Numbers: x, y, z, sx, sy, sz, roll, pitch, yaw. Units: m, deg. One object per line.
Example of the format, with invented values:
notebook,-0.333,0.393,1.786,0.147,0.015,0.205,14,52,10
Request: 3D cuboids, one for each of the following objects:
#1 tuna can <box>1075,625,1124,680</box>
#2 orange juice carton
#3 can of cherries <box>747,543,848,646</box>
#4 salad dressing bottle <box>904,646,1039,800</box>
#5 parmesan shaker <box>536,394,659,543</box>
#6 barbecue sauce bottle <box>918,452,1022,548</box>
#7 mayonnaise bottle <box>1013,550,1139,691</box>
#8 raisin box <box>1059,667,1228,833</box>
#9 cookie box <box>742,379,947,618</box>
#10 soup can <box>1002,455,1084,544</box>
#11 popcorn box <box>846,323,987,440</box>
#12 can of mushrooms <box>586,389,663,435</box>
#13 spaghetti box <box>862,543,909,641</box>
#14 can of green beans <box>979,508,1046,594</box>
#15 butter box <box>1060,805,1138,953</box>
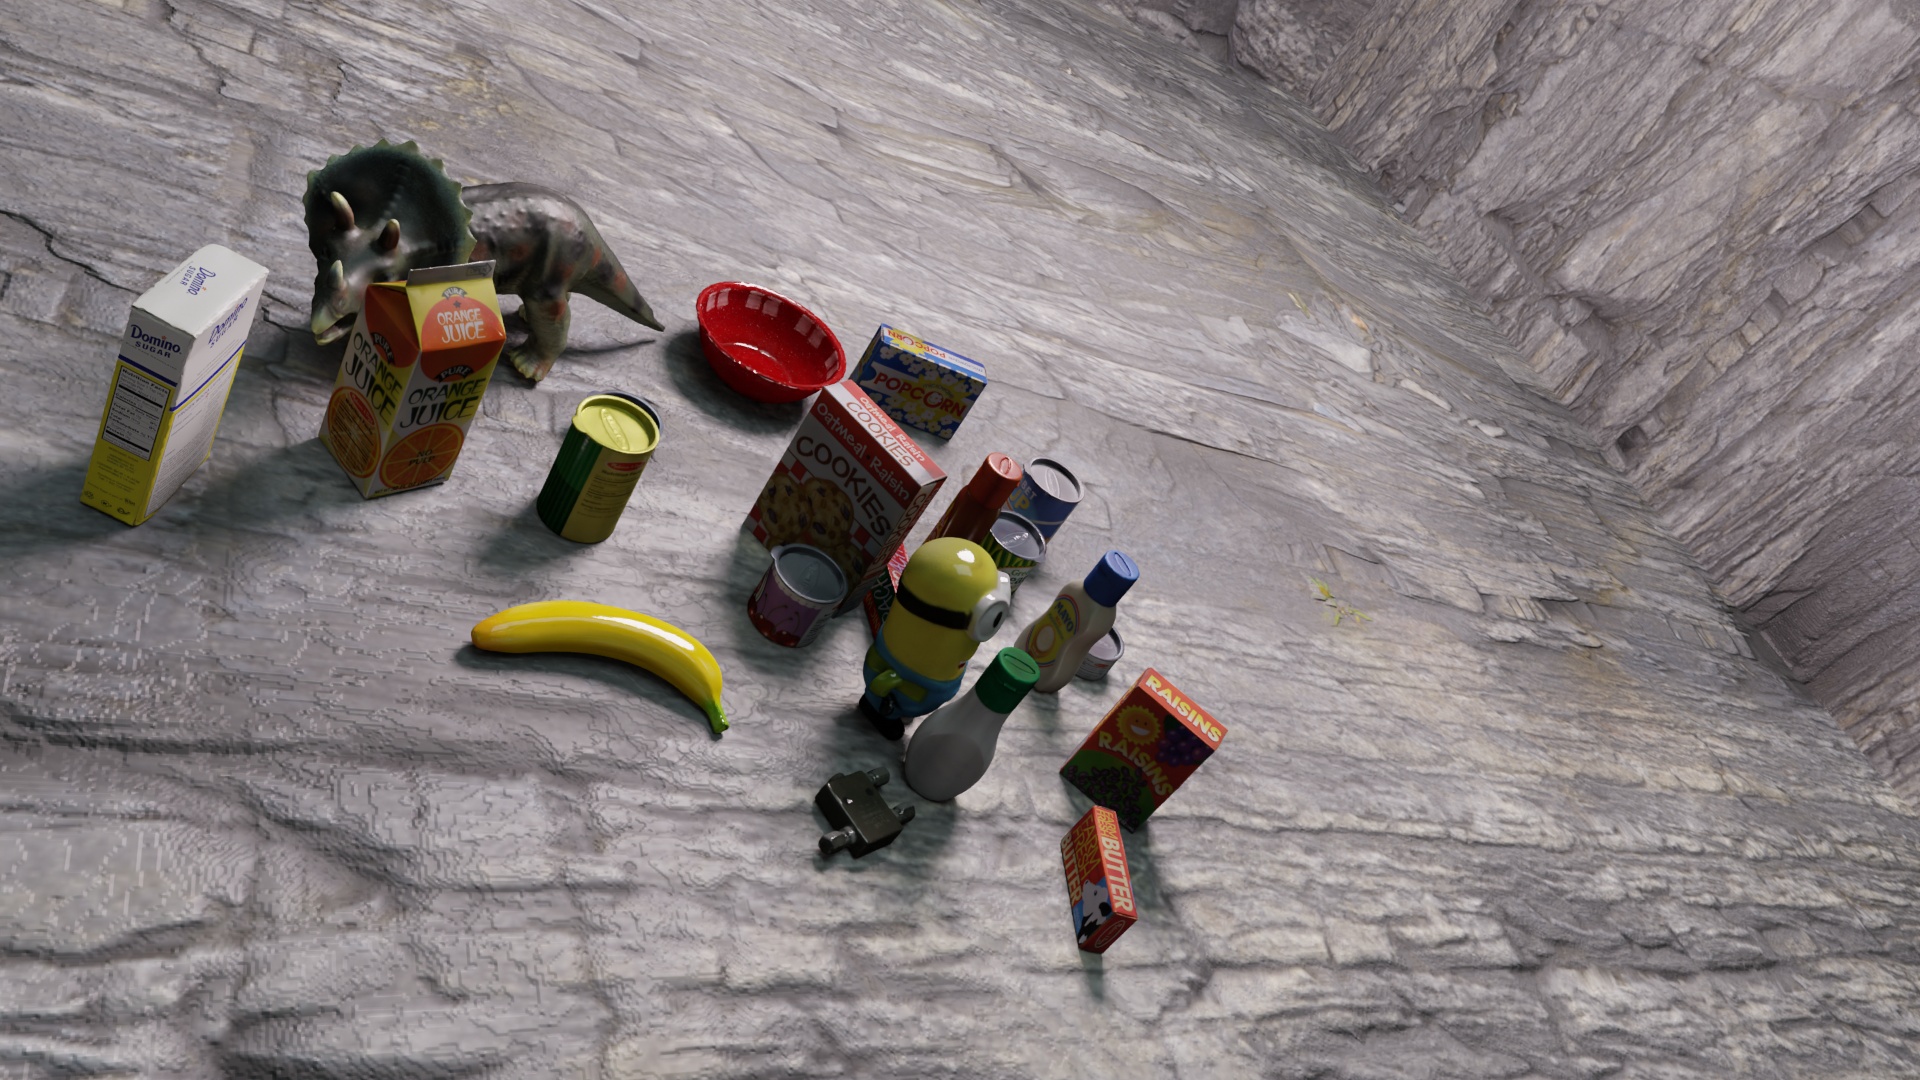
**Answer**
tuna can,0.121,0.098,1.334,0.071,0.032,0.071,23,36,-18
orange juice carton,-0.396,-0.126,1.012,0.073,0.191,0.072,47,35,16
can of cherries,-0.137,0.044,1.151,0.071,0.058,0.072,23,35,-18
salad dressing bottle,0.009,0.143,1.078,0.064,0.147,0.044,31,34,-7
parmesan shaker,-0.291,-0.056,1.099,0.071,0.102,0.072,23,35,-18
barbecue sauce bottle,0.005,-0.016,1.267,0.043,0.147,0.065,31,34,-8
mayonnaise bottle,0.105,0.070,1.250,0.041,0.147,0.065,5,44,-38
raisin box,0.155,0.179,1.182,0.086,0.122,0.040,40,34,7
cookie box,-0.100,-0.035,1.181,0.123,0.166,0.040,46,35,14
soup can,0.074,-0.035,1.409,0.071,0.083,0.072,23,35,-18
popcorn box,-0.046,-0.166,1.463,0.127,0.084,0.038,20,37,-23
can of mushrooms,-0.297,-0.099,1.208,0.071,0.033,0.071,23,35,-18
spaghetti box,-0.077,0.008,1.255,0.029,0.050,0.251,11,41,-32
can of green beans,0.041,0.013,1.345,0.071,0.057,0.071,23,35,-18
butter box,0.108,0.267,1.098,0.024,0.053,0.104,20,37,-22
